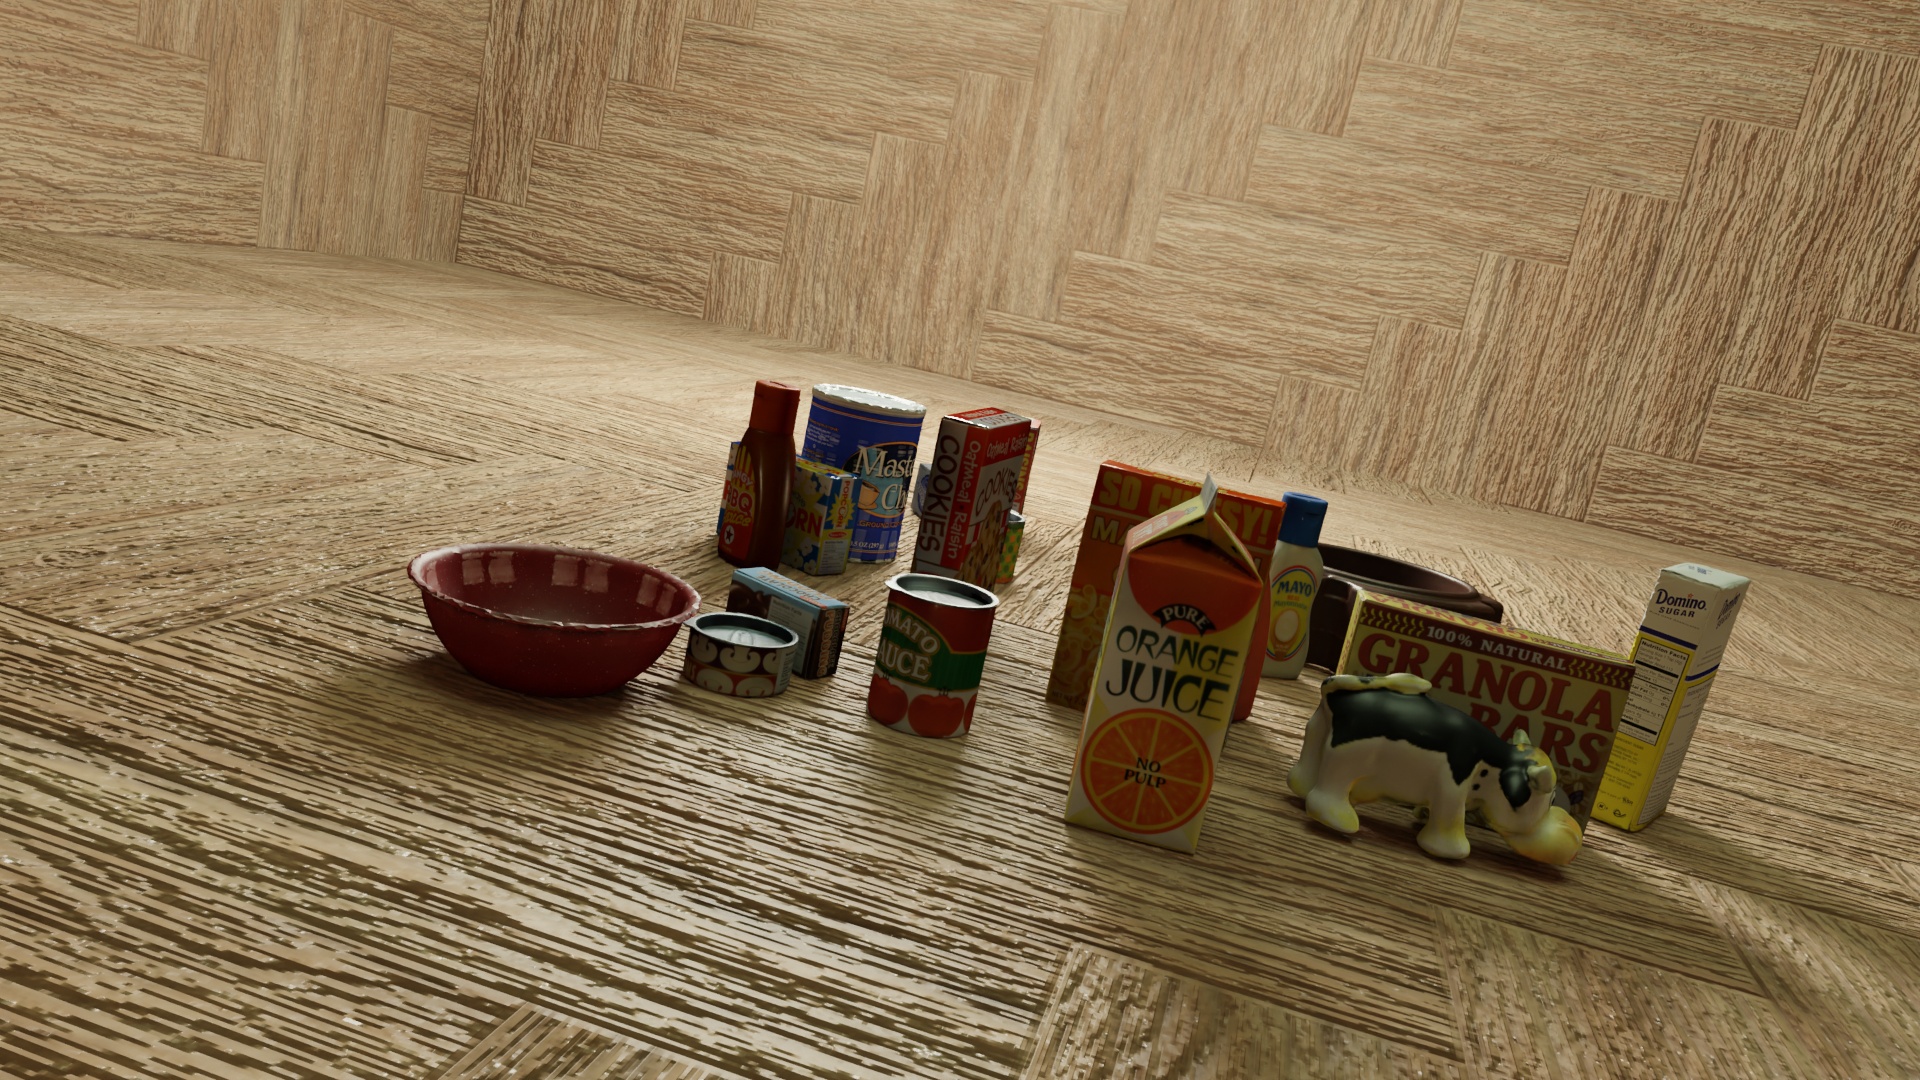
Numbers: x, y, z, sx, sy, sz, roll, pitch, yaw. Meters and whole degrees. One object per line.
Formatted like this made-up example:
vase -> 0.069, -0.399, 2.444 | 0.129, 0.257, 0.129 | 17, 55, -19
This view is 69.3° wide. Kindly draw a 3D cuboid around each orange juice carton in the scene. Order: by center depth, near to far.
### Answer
orange juice carton -> 0.112, 0.059, 0.744 | 0.073, 0.192, 0.072 | 13, 11, 5

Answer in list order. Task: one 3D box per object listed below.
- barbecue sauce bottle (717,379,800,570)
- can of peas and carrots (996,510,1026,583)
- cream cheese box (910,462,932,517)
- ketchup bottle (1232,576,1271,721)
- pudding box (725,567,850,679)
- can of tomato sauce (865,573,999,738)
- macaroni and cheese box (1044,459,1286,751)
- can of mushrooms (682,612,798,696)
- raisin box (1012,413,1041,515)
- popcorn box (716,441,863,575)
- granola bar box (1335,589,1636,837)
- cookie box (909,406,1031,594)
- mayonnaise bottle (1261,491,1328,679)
barbecue sauce bottle -> -0.159, -0.053, 1.121 | 0.044, 0.148, 0.065 | 4, 14, -37
can of peas and carrots -> 0.023, 0.002, 1.265 | 0.071, 0.058, 0.071 | 12, 11, -2
cream cheese box -> -0.024, -0.045, 1.452 | 0.024, 0.053, 0.104 | 8, 12, -19
ketchup bottle -> 0.189, 0.051, 0.972 | 0.065, 0.148, 0.043 | 7, 12, -23
pudding box -> -0.115, 0.052, 0.904 | 0.084, 0.049, 0.030 | 20, 14, 35
can of tomato sauce -> -0.019, 0.069, 0.839 | 0.071, 0.083, 0.071 | 12, 11, -2
macaroni and cheese box -> 0.135, 0.041, 0.921 | 0.124, 0.166, 0.040 | 15, 11, 14
can of mushrooms -> -0.136, 0.068, 0.845 | 0.071, 0.033, 0.071 | 12, 11, -2
raisin box -> 0.054, -0.068, 1.468 | 0.040, 0.123, 0.086 | 13, 11, 4
popcorn box -> -0.147, -0.029, 1.174 | 0.127, 0.085, 0.038 | 20, 14, 35
granola bar box -> 0.319, 0.112, 0.873 | 0.166, 0.124, 0.039 | 14, 11, 10
cookie box -> 0.004, -0.013, 1.045 | 0.040, 0.167, 0.123 | 15, 11, 14
mayonnaise bottle -> 0.260, 0.036, 1.118 | 0.065, 0.147, 0.041 | 8, 12, -18
